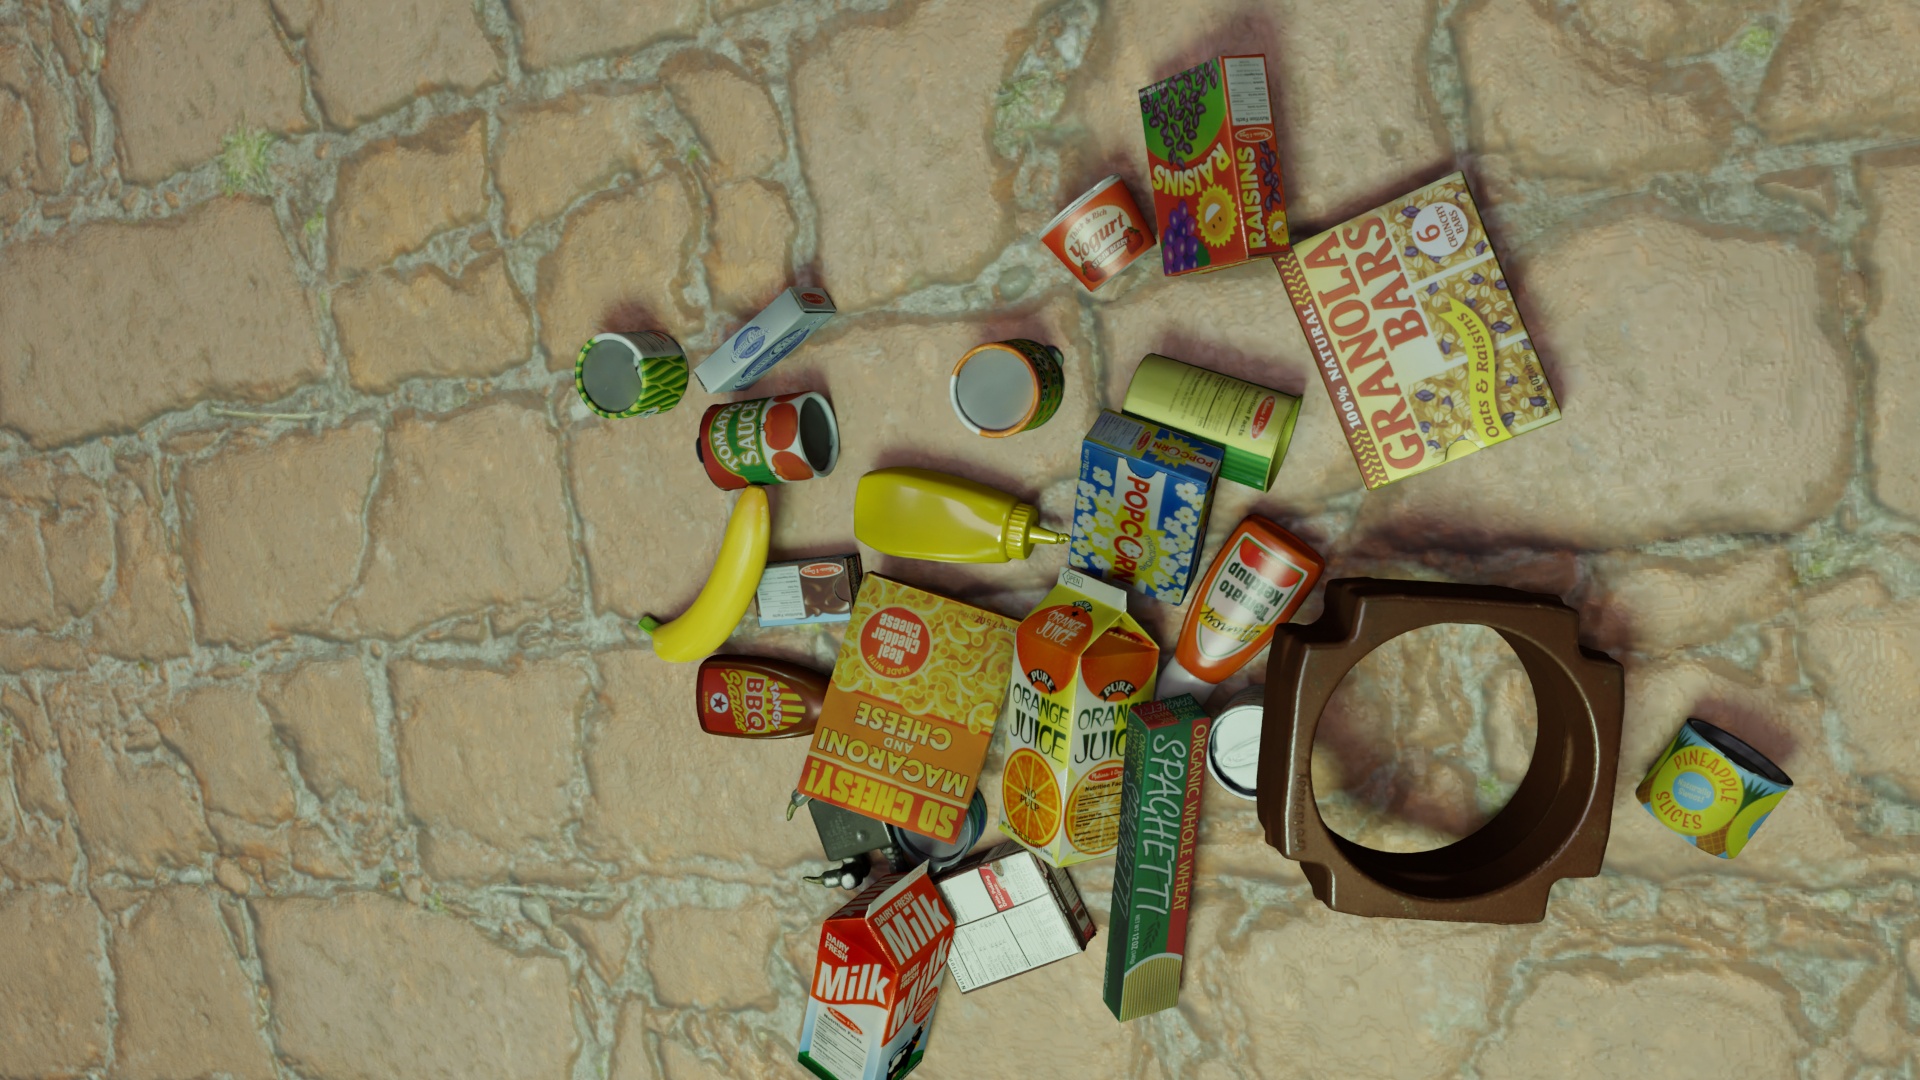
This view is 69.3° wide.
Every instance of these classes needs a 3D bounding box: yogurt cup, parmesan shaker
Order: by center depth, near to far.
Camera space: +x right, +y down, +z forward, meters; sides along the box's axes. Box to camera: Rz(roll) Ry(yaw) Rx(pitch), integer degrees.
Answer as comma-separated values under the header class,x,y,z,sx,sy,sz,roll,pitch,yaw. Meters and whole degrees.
class,x,y,z,sx,sy,sz,roll,pitch,yaw
parmesan shaker,0.164,-0.081,0.915,0.103,0.071,0.071,20,106,18
yogurt cup,0.093,-0.202,0.922,0.072,0.072,0.054,-35,94,23

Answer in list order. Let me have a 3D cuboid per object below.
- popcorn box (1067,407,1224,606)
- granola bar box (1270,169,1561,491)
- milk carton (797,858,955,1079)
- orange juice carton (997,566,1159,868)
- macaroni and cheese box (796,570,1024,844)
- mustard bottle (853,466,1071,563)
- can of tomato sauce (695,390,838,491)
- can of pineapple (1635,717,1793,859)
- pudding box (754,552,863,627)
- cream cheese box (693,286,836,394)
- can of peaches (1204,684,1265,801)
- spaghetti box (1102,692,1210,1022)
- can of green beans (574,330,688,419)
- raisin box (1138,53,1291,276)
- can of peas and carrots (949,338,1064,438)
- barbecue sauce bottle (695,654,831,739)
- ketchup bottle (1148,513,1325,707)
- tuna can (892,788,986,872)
class,x,y,z,sx,sy,sz,roll,pitch,yaw
popcorn box,0.121,-0.020,0.922,0.085,0.038,0.126,22,142,17
granola bar box,0.285,-0.130,0.873,0.124,0.039,0.165,-22,90,23
milk carton,-0.061,0.325,1.038,0.073,0.072,0.189,27,122,26
orange juice carton,0.082,0.119,0.961,0.072,0.073,0.192,21,110,54
macaroni and cheese box,-0.034,0.119,1.006,0.124,0.040,0.166,18,92,5
mustard bottle,0.004,-0.012,0.996,0.160,0.049,0.065,11,104,18
can of tomato sauce,-0.142,-0.074,1.029,0.083,0.071,0.071,-6,97,21
can of pineapple,0.454,0.150,0.840,0.071,0.071,0.057,31,109,13
pudding box,-0.116,0.038,1.060,0.083,0.030,0.049,-6,96,22
cream cheese box,-0.144,-0.147,1.027,0.103,0.053,0.024,-36,84,22
can of peaches,0.204,0.138,0.940,0.071,0.058,0.071,4,100,20
spaghetti box,0.133,0.223,0.956,0.029,0.050,0.248,-137,43,-57
can of green beans,-0.253,-0.128,1.069,0.071,0.058,0.071,4,101,20
raisin box,0.160,-0.235,0.881,0.086,0.040,0.123,2,102,60
can of peas and carrots,0.034,-0.107,0.962,0.071,0.059,0.070,4,101,20
barbecue sauce bottle,-0.130,0.124,1.073,0.148,0.044,0.064,3,98,20
ketchup bottle,0.181,0.058,0.943,0.065,0.044,0.148,36,110,12
tuna can,-0.015,0.212,1.050,0.071,0.033,0.071,4,100,20
